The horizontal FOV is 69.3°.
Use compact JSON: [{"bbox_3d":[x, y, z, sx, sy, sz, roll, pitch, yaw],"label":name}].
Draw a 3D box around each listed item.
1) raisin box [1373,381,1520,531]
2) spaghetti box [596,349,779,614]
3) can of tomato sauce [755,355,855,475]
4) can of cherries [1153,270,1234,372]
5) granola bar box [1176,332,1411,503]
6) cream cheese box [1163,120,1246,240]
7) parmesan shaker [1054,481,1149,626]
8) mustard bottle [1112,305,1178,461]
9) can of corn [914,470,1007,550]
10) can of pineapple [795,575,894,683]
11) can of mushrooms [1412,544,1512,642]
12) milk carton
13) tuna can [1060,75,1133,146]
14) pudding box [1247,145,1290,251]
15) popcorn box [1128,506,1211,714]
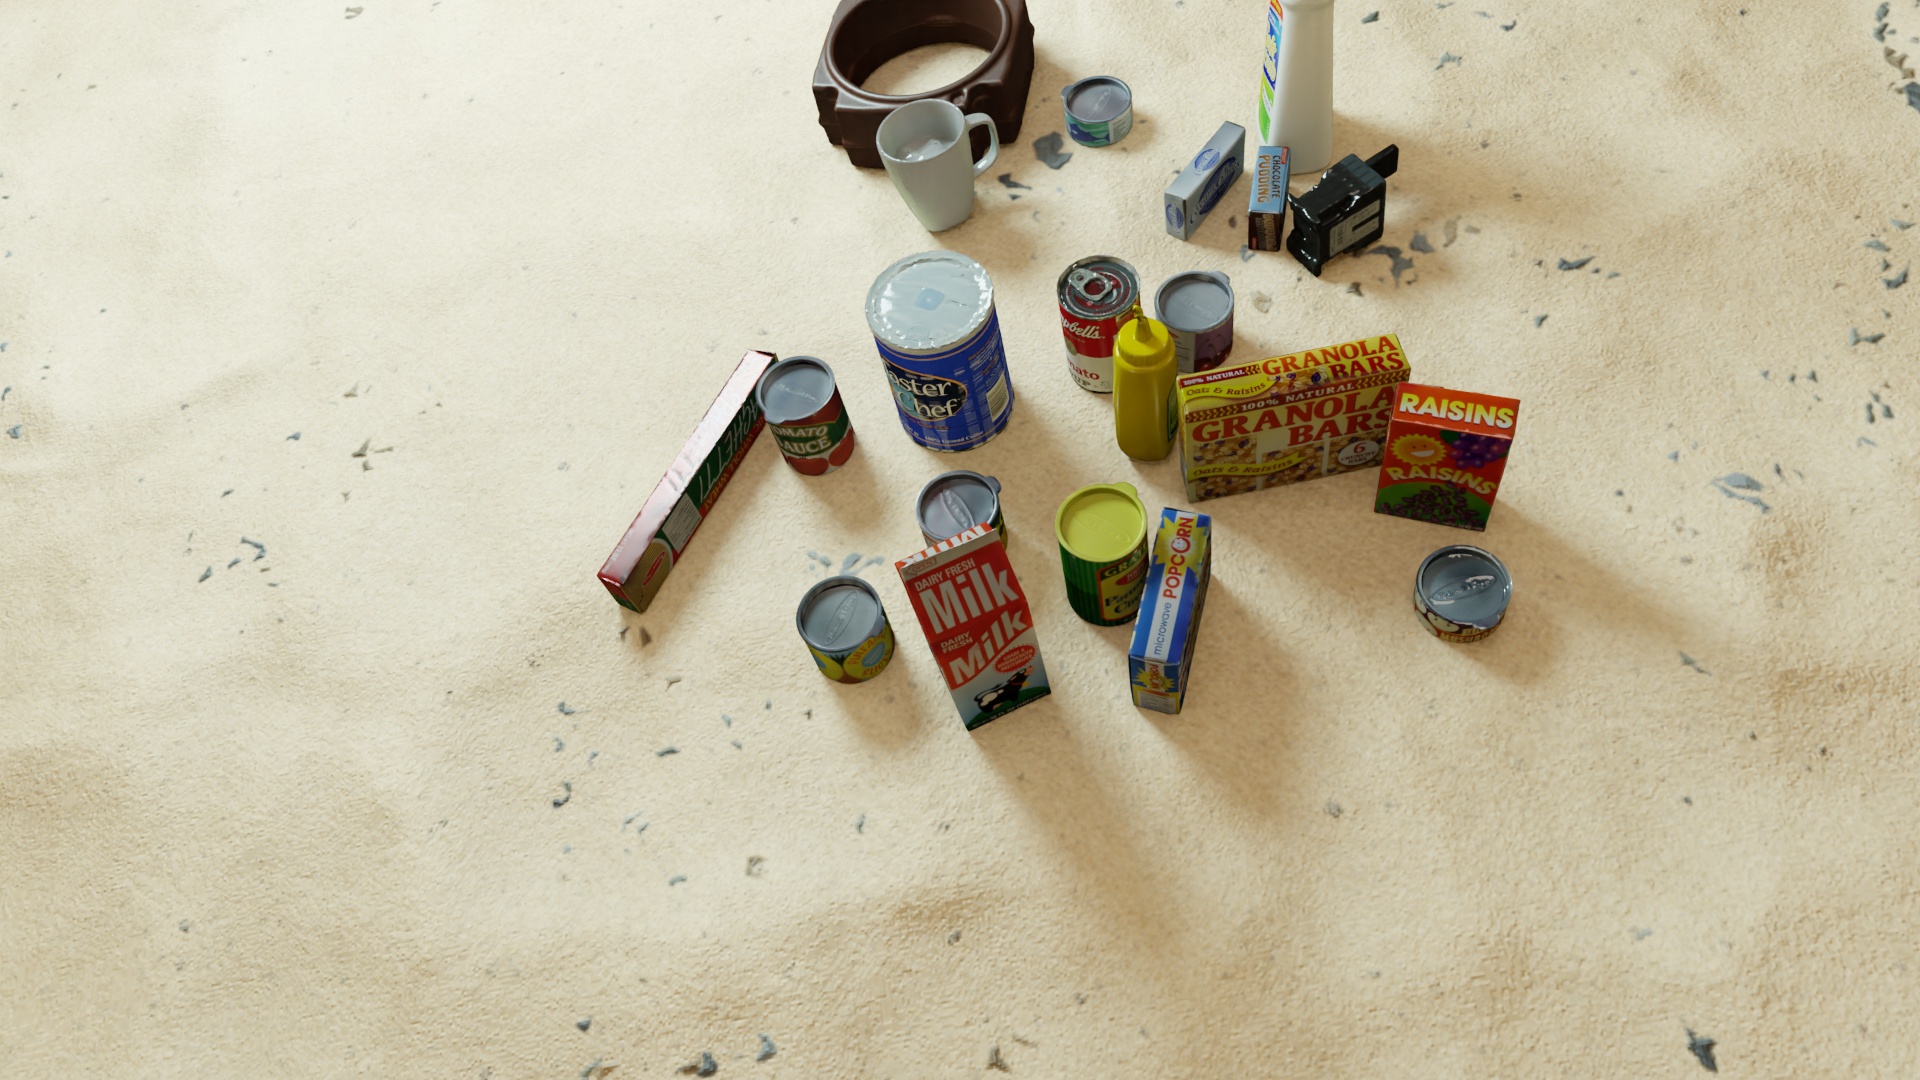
[{"bbox_3d":[0.357,-0.061,1.026,0.086,0.123,0.040,12,62,17],"label":"raisin box"},{"bbox_3d":[-0.220,-0.054,1.169,0.029,0.050,0.251,19,63,20],"label":"spaghetti box"},{"bbox_3d":[-0.128,-0.102,1.163,0.071,0.082,0.071,-5,58,8],"label":"can of tomato sauce"},{"bbox_3d":[0.199,-0.185,1.170,0.071,0.058,0.072,-5,58,8],"label":"can of cherries"},{"bbox_3d":[0.251,-0.092,1.064,0.165,0.123,0.039,-11,57,3],"label":"granola bar box"},{"bbox_3d":[0.222,-0.325,1.257,0.024,0.053,0.104,30,68,25],"label":"cream cheese box"},{"bbox_3d":[0.110,0.011,1.038,0.071,0.102,0.071,-5,58,8],"label":"parmesan shaker"},{"bbox_3d":[0.145,-0.126,1.083,0.049,0.159,0.065,9,61,15],"label":"mustard bottle"},{"bbox_3d":[0.004,-0.014,1.099,0.071,0.058,0.071,-5,58,8],"label":"can of corn"},{"bbox_3d":[-0.086,0.070,1.063,0.071,0.057,0.071,-5,58,8],"label":"can of pineapple"},{"bbox_3d":[0.367,0.041,1.014,0.071,0.033,0.071,-5,58,7],"label":"can of mushrooms"},{"bbox_3d":[0.008,0.054,0.977,0.072,0.189,0.074,-24,58,-4],"label":"milk carton"},{"bbox_3d":[0.131,-0.415,1.341,0.071,0.032,0.071,-5,58,7],"label":"tuna can"},{"bbox_3d":[0.275,-0.305,1.237,0.030,0.049,0.084,6,60,14],"label":"pudding box"},{"bbox_3d":[0.154,0.052,1.015,0.038,0.085,0.127,9,61,15],"label":"popcorn box"}]
